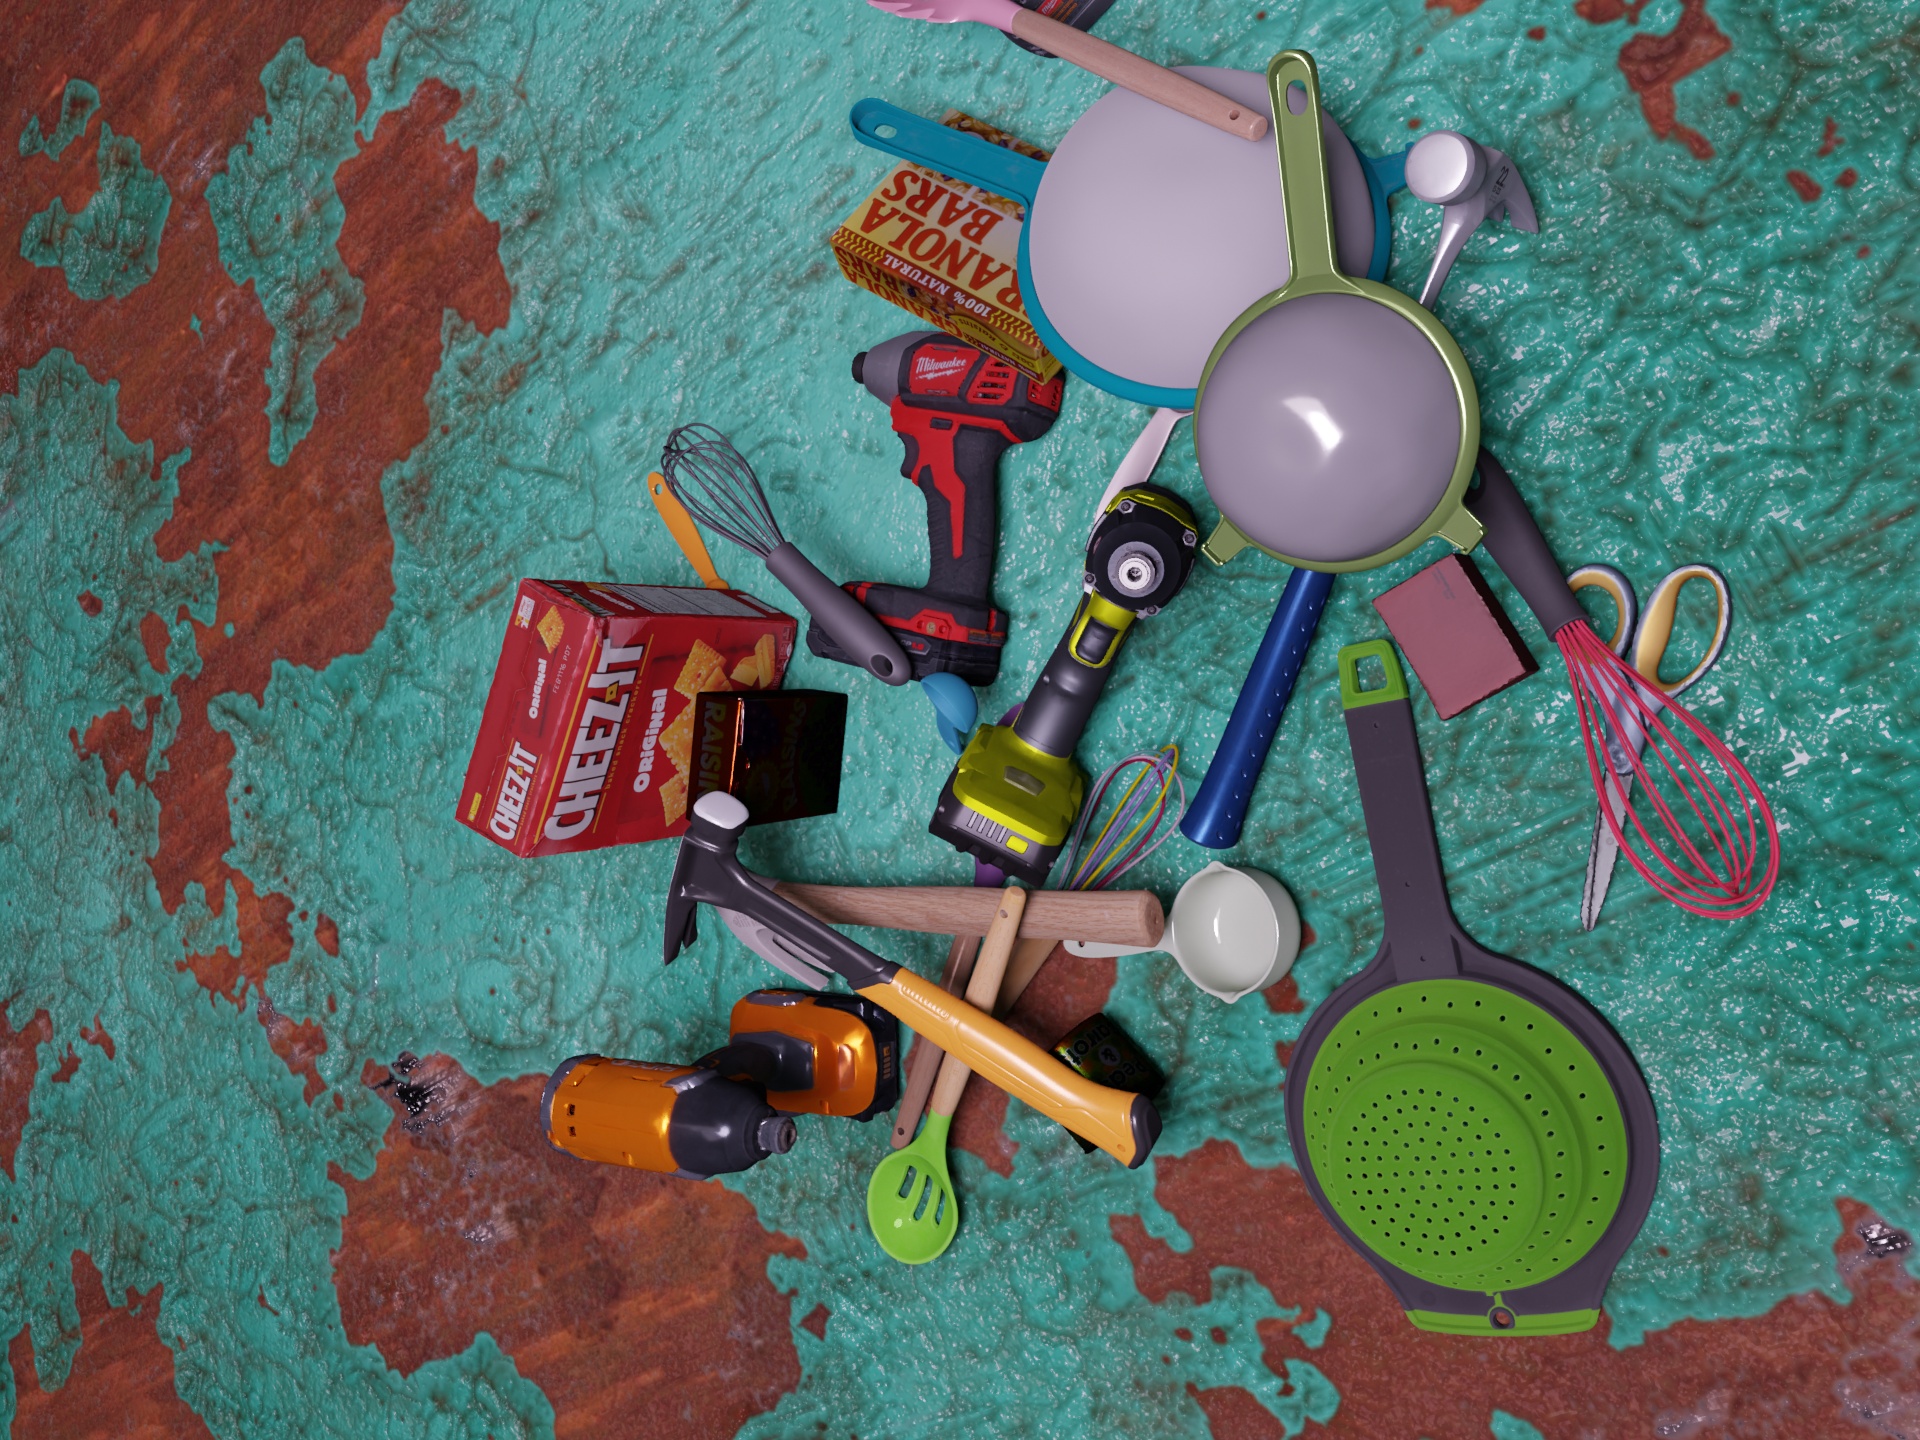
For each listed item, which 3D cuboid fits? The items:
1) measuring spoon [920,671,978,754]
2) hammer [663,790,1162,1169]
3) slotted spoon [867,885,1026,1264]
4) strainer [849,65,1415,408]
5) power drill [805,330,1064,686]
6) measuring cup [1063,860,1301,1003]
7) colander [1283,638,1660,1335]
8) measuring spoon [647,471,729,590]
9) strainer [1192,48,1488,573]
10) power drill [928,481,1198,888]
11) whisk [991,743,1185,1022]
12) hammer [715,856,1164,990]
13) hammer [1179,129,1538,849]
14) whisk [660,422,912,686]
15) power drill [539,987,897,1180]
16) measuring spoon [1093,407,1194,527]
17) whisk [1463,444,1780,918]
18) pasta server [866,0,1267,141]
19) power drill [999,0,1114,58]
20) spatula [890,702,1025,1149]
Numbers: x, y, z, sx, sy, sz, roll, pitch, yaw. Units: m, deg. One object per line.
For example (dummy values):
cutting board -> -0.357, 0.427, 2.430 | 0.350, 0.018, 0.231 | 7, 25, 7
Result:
measuring spoon -> -0.002, -0.003, 0.996 | 0.021, 0.128, 0.042 | -42, 78, -9
hammer -> -0.034, 0.173, 0.959 | 0.337, 0.034, 0.127 | 29, 124, 15
slotted spoon -> -0.003, 0.228, 1.004 | 0.070, 0.031, 0.313 | 32, 125, 24
strainer -> 0.074, -0.311, 0.890 | 0.340, 0.095, 0.211 | 26, 78, 18
power drill -> -0.022, -0.139, 1.020 | 0.143, 0.078, 0.219 | 15, 96, 28
measuring cup -> 0.134, 0.130, 0.971 | 0.167, 0.038, 0.083 | -13, 80, 46
colander -> 0.250, 0.152, 0.868 | 0.204, 0.094, 0.397 | -12, 86, 29
measuring spoon -> -0.200, -0.133, 1.152 | 0.021, 0.011, 0.117 | -37, 75, 25
strainer -> 0.165, -0.190, 0.772 | 0.151, 0.069, 0.256 | 1, 109, 34
power drill -> 0.066, -0.025, 0.916 | 0.080, 0.171, 0.223 | 27, 107, 2
whisk -> 0.067, 0.111, 0.993 | 0.245, 0.051, 0.047 | -58, 41, 24
hammer -> -0.024, 0.121, 1.006 | 0.331, 0.031, 0.130 | -2, 125, 34
hammer -> 0.211, -0.111, 0.880 | 0.035, 0.144, 0.405 | 30, 115, 27
whisk -> -0.111, -0.105, 1.002 | 0.239, 0.055, 0.055 | 45, 112, 18
power drill -> -0.128, 0.231, 1.005 | 0.164, 0.226, 0.084 | 0, 93, 29
measuring spoon -> 0.117, -0.166, 0.977 | 0.034, 0.018, 0.124 | 41, 117, 21
whisk -> 0.323, -0.031, 0.820 | 0.073, 0.073, 0.296 | -36, 61, 25
pasta server -> 0.046, -0.379, 0.874 | 0.316, 0.040, 0.060 | 41, 107, 35
power drill -> 0.002, -0.518, 0.989 | 0.188, 0.080, 0.227 | -42, 70, 24
spatula -> 0.004, 0.140, 1.047 | 0.060, 0.018, 0.316 | 21, 101, 22
